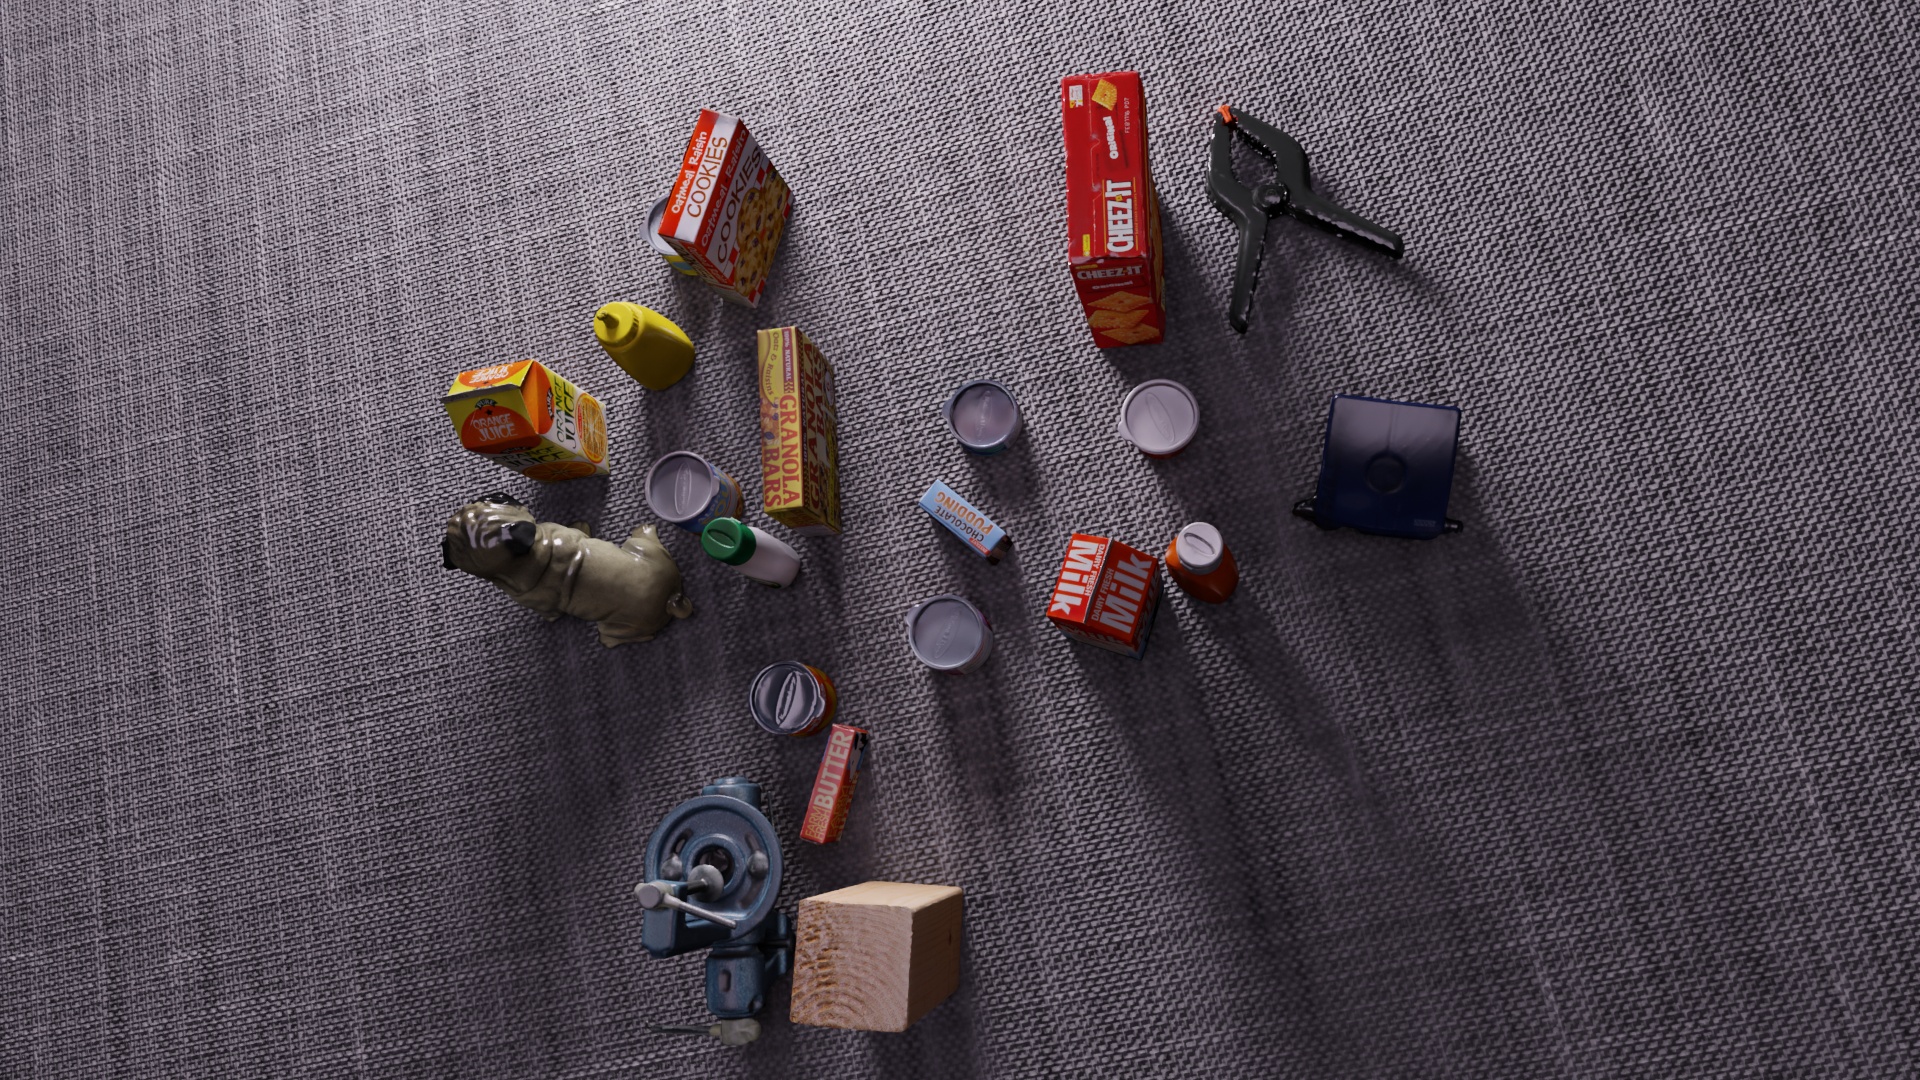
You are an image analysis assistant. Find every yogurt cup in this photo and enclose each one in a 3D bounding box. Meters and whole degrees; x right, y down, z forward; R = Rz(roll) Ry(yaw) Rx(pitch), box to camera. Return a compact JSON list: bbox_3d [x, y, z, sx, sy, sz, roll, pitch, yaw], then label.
[{"bbox_3d":[0.178,-0.104,1.232,0.072,0.054,0.072,-2,79,10],"label":"yogurt cup"}]

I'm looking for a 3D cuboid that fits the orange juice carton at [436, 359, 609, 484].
[{"bbox_3d":[-0.395,-0.110,1.268,0.072,0.192,0.073,-9,78,9],"label":"orange juice carton"}]

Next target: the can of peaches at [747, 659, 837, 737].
[{"bbox_3d":[-0.147,0.143,1.242,0.071,0.058,0.071,-2,79,10],"label":"can of peaches"}]

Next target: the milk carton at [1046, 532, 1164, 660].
[{"bbox_3d":[0.121,0.046,1.143,0.073,0.190,0.072,17,83,13],"label":"milk carton"}]

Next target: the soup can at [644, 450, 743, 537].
[{"bbox_3d":[-0.242,-0.041,1.283,0.071,0.083,0.071,-2,79,10],"label":"soup can"}]

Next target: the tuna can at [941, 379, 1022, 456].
[{"bbox_3d":[0.020,-0.112,1.274,0.071,0.033,0.071,-2,79,10],"label":"tuna can"}]

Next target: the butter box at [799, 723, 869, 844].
[{"bbox_3d":[-0.110,0.215,1.224,0.024,0.053,0.103,14,82,13],"label":"butter box"}]

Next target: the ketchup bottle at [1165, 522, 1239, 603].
[{"bbox_3d":[0.200,0.017,1.155,0.065,0.148,0.043,35,88,15],"label":"ketchup bottle"}]

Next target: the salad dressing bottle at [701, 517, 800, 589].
[{"bbox_3d":[-0.186,0.010,1.229,0.064,0.147,0.044,27,86,14],"label":"salad dressing bottle"}]

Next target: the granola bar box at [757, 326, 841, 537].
[{"bbox_3d":[-0.144,-0.095,1.254,0.039,0.124,0.166,-6,78,10],"label":"granola bar box"}]

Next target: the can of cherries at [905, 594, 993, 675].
[{"bbox_3d":[-0.009,0.083,1.228,0.071,0.058,0.071,-2,79,10],"label":"can of cherries"}]

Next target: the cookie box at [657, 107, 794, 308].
[{"bbox_3d":[-0.214,-0.303,1.285,0.040,0.167,0.123,16,83,13],"label":"cookie box"}]

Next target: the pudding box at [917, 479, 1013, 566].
[{"bbox_3d":[0.004,-0.016,1.249,0.084,0.049,0.030,39,88,15],"label":"pudding box"}]

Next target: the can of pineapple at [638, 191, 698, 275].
[{"bbox_3d":[-0.267,-0.298,1.351,0.071,0.058,0.071,-2,79,10],"label":"can of pineapple"}]

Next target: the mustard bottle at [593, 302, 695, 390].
[{"bbox_3d":[-0.299,-0.187,1.282,0.065,0.160,0.049,-46,75,0],"label":"mustard bottle"}]
